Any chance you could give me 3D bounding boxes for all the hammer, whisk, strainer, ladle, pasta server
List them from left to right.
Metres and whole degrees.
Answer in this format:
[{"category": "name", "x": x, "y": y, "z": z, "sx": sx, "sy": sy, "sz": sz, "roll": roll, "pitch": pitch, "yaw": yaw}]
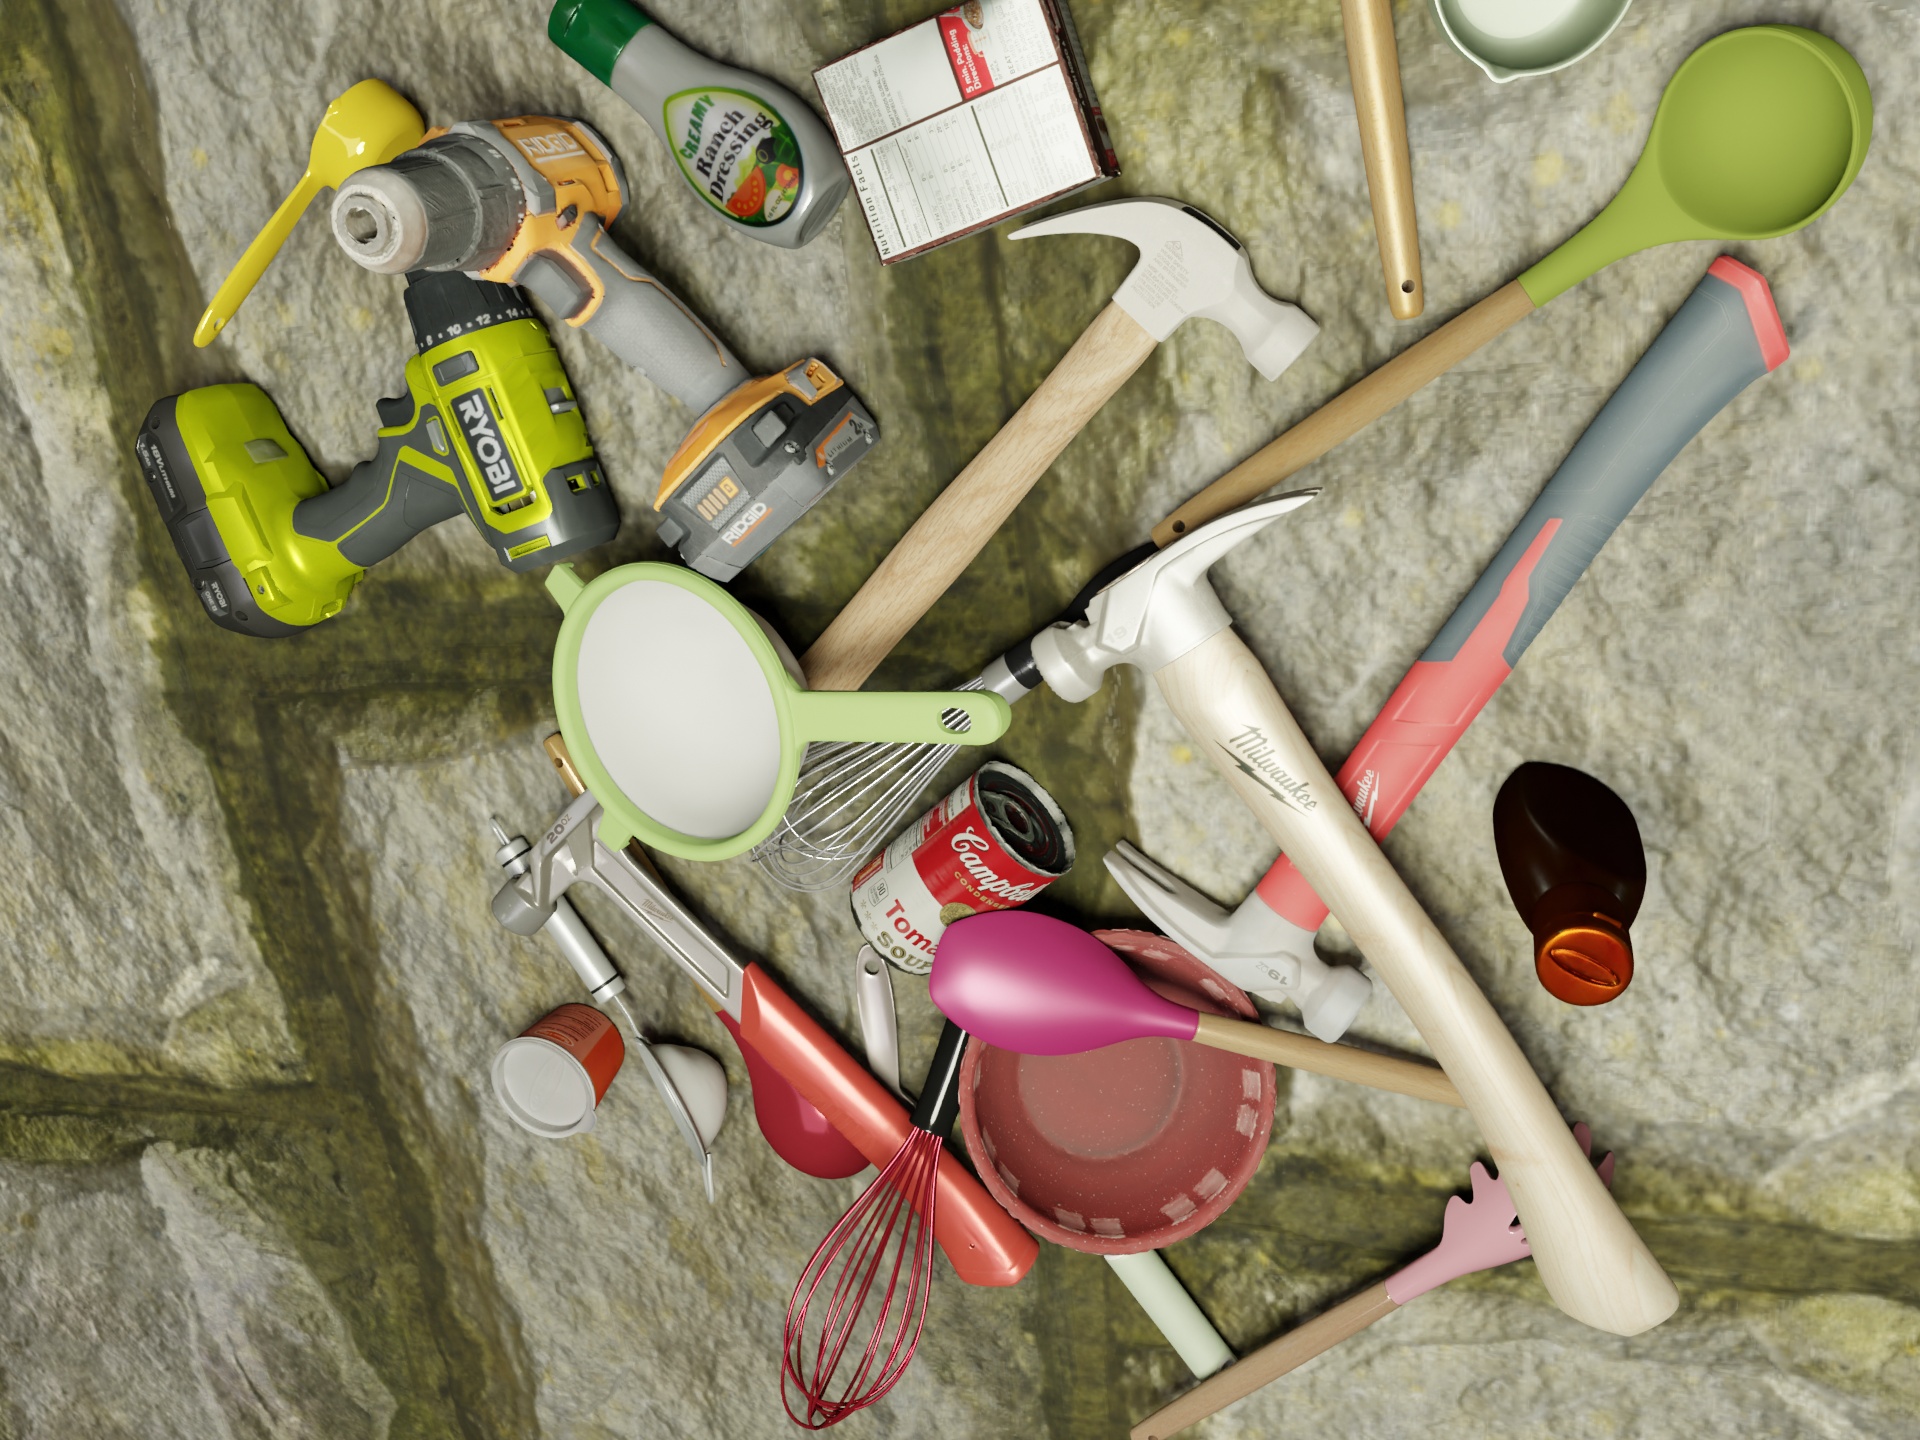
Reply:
[{"category": "strainer", "x": -0.199, "y": 0.162, "z": 0.930, "sx": 0.258, "sy": 0.050, "sz": 0.087, "roll": 56, "pitch": 160, "yaw": -3}, {"category": "ladle", "x": -0.148, "y": 0.141, "z": 0.914, "sx": 0.069, "sy": 0.031, "sz": 0.315, "roll": -28, "pitch": 99, "yaw": 26}, {"category": "strainer", "x": -0.080, "y": -0.010, "z": 0.765, "sx": 0.256, "sy": 0.069, "sz": 0.151, "roll": 1, "pitch": 107, "yaw": 30}, {"category": "hammer", "x": -0.086, "y": 0.173, "z": 0.880, "sx": 0.359, "sy": 0.037, "sz": 0.149, "roll": 45, "pitch": 104, "yaw": -3}, {"category": "whisk", "x": -0.023, "y": 0.233, "z": 0.837, "sx": 0.073, "sy": 0.073, "sz": 0.296, "roll": 22, "pitch": 88, "yaw": 8}, {"category": "whisk", "x": -0.001, "y": -0.002, "z": 0.793, "sx": 0.284, "sy": 0.070, "sz": 0.070, "roll": -36, "pitch": 97, "yaw": 22}, {"category": "hammer", "x": 0.008, "y": -0.107, "z": 0.758, "sx": 0.130, "sy": 0.031, "sz": 0.331, "roll": 43, "pitch": 118, "yaw": -2}, {"category": "whisk", "x": 0.085, "y": 0.287, "z": 0.890, "sx": 0.246, "sy": 0.058, "sz": 0.059, "roll": 54, "pitch": 151, "yaw": -11}, {"category": "pasta server", "x": 0.210, "y": 0.313, "z": 0.849, "sx": 0.060, "sy": 0.040, "sz": 0.316, "roll": 46, "pitch": 115, "yaw": -4}, {"category": "hammer", "x": 0.203, "y": 0.094, "z": 0.710, "sx": 0.146, "sy": 0.038, "sz": 0.410, "roll": -34, "pitch": 92, "yaw": 25}, {"category": "hammer", "x": 0.213, "y": -0.035, "z": 0.711, "sx": 0.143, "sy": 0.038, "sz": 0.386, "roll": 35, "pitch": 115, "yaw": 12}, {"category": "ladle", "x": 0.207, "y": -0.159, "z": 0.650, "sx": 0.320, "sy": 0.062, "sz": 0.078, "roll": -33, "pitch": 87, "yaw": 25}]

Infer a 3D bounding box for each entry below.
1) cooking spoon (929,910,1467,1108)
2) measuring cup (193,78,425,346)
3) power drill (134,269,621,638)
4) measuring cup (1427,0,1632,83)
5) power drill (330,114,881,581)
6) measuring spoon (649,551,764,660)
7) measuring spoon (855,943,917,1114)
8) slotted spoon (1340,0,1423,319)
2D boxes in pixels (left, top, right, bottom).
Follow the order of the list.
[{"category": "cooking spoon", "x": 0.141, "y": 0.157, "z": 0.788, "sx": 0.319, "sy": 0.017, "sz": 0.069, "roll": 14, "pitch": 86, "yaw": -4}, {"category": "measuring cup", "x": -0.311, "y": -0.237, "z": 0.764, "sx": 0.029, "sy": 0.062, "sz": 0.156, "roll": 34, "pitch": 85, "yaw": -2}, {"category": "power drill", "x": -0.303, "y": -0.150, "z": 0.818, "sx": 0.228, "sy": 0.080, "sz": 0.190, "roll": -17, "pitch": 101, "yaw": 21}, {"category": "measuring cup", "x": 0.173, "y": -0.299, "z": 0.610, "sx": 0.167, "sy": 0.038, "sz": 0.083, "roll": 15, "pitch": 112, "yaw": 2}, {"category": "power drill", "x": -0.154, "y": -0.170, "z": 0.702, "sx": 0.084, "sy": 0.185, "sz": 0.226, "roll": -40, "pitch": 98, "yaw": 26}, {"category": "measuring spoon", "x": -0.140, "y": -0.073, "z": 0.832, "sx": 0.128, "sy": 0.021, "sz": 0.042, "roll": -33, "pitch": 99, "yaw": 17}, {"category": "measuring spoon", "x": -0.043, "y": 0.183, "z": 0.905, "sx": 0.034, "sy": 0.018, "sz": 0.124, "roll": -4, "pitch": 103, "yaw": 10}, {"category": "slotted spoon", "x": 0.153, "y": -0.315, "z": 0.628, "sx": 0.070, "sy": 0.031, "sz": 0.313, "roll": -12, "pitch": 110, "yaw": 7}]
